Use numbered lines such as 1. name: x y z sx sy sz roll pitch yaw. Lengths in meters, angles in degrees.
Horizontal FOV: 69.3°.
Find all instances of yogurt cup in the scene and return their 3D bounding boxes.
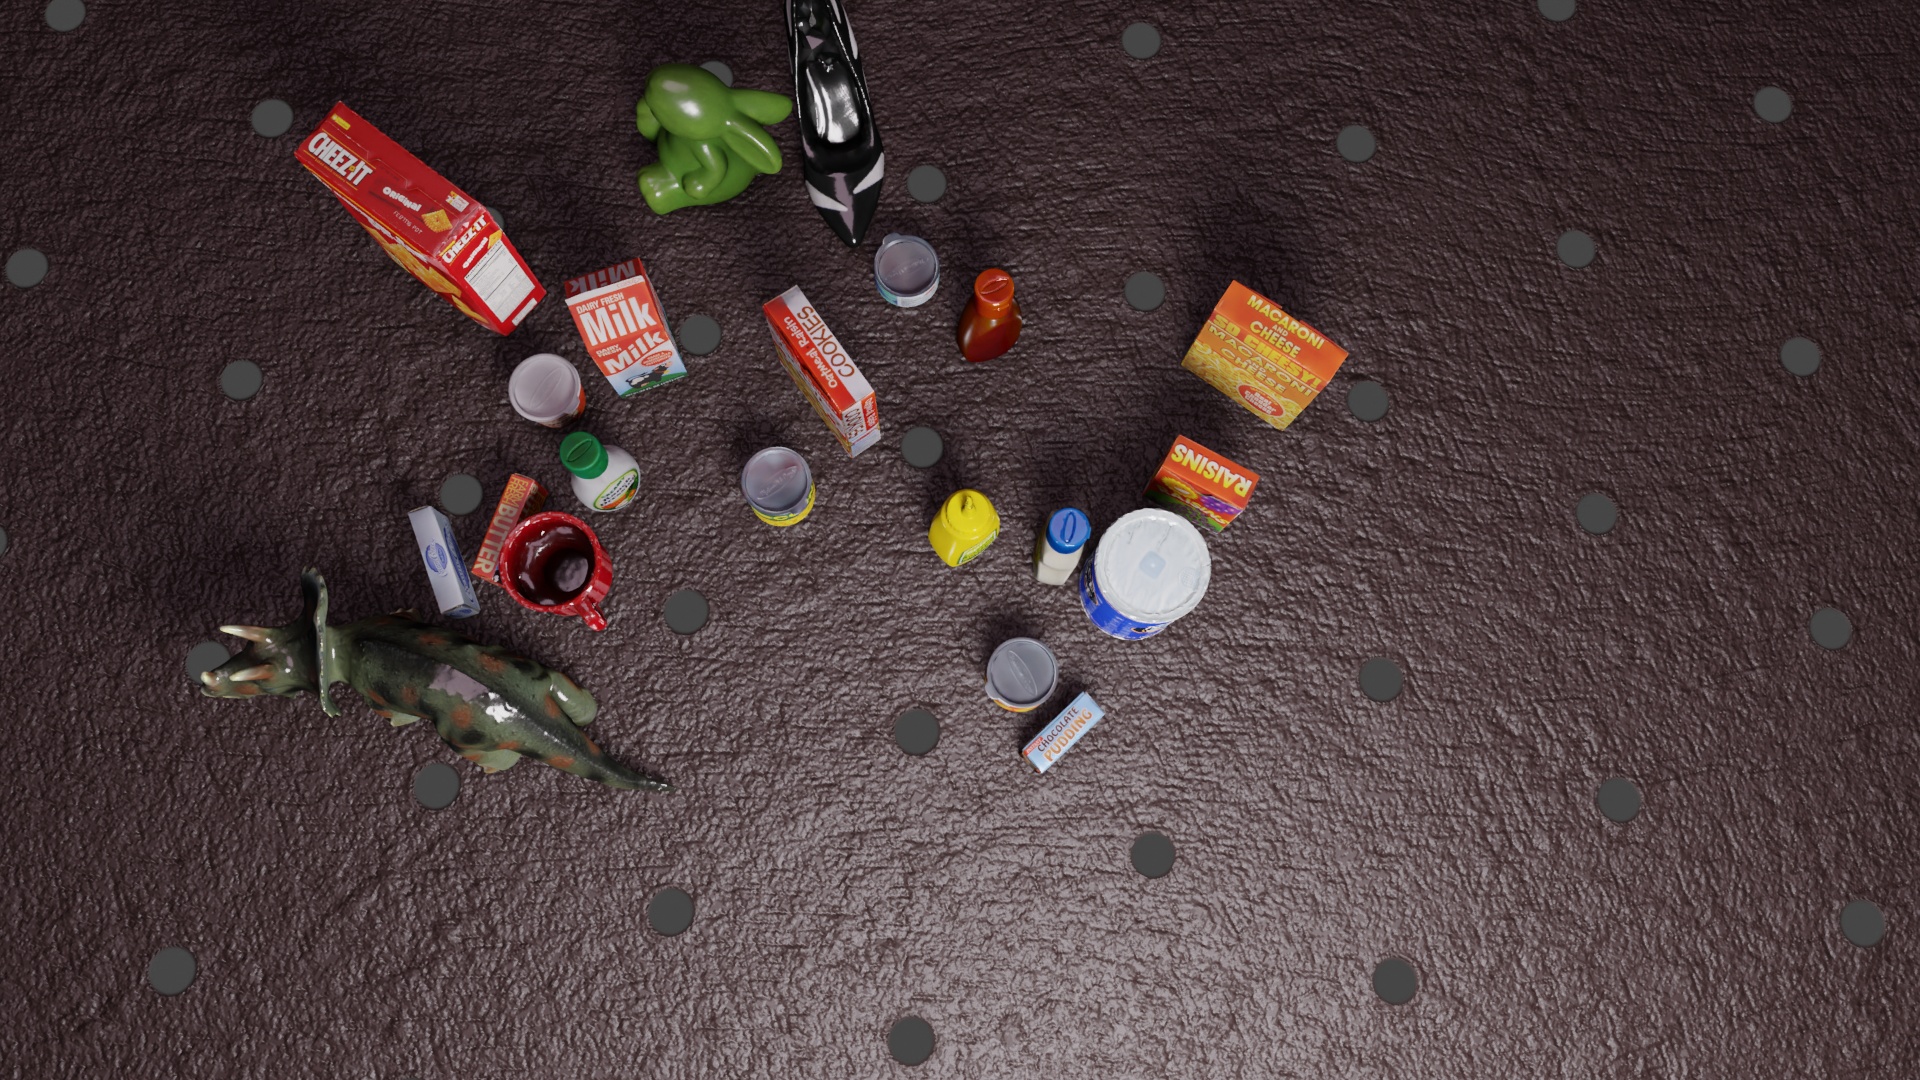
1. yogurt cup: -0.397 -0.142 1.348 0.072 0.054 0.072 0 79 -1

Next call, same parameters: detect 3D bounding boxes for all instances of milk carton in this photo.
1. milk carton: -0.312 -0.201 1.292 0.072 0.190 0.073 -20 81 -5

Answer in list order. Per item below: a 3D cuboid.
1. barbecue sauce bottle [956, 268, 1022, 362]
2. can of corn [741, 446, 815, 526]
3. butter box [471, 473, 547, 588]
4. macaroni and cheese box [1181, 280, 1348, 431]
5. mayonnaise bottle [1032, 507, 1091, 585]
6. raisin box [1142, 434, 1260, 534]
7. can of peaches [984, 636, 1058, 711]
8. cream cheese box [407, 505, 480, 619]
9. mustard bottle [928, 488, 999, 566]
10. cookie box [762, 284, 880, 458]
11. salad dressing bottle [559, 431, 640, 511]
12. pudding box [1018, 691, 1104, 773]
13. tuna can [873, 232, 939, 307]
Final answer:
1. barbecue sauce bottle: 0.029 -0.215 1.326 0.065 0.148 0.044 -26 81 -6
2. can of corn: -0.172 -0.049 1.334 0.071 0.058 0.071 0 79 -1
3. butter box: -0.428 -0.009 1.321 0.024 0.053 0.103 19 79 2
4. macaroni and cheese box: 0.284 -0.173 1.316 0.124 0.166 0.040 34 81 5
5. mayonnaise bottle: 0.093 0.001 1.286 0.041 0.148 0.065 11 79 1
6. raisin box: 0.225 -0.051 1.312 0.086 0.123 0.040 29 80 4
7. can of peaches: 0.054 0.128 1.305 0.071 0.058 0.071 0 79 -1
8. cream cheese box: -0.488 0.022 1.313 0.024 0.053 0.104 -21 80 -5
9. mustard bottle: 0.005 -0.016 1.280 0.065 0.160 0.049 -36 82 -7
10. cookie box: -0.128 -0.154 1.300 0.040 0.167 0.123 -36 82 -7
11. salad dressing bottle: -0.336 -0.065 1.287 0.064 0.147 0.044 -42 83 -8
12. pudding box: 0.094 0.180 1.300 0.084 0.049 0.030 -42 83 -9
13. tuna can: -0.055 -0.272 1.394 0.071 0.032 0.071 0 79 -2
